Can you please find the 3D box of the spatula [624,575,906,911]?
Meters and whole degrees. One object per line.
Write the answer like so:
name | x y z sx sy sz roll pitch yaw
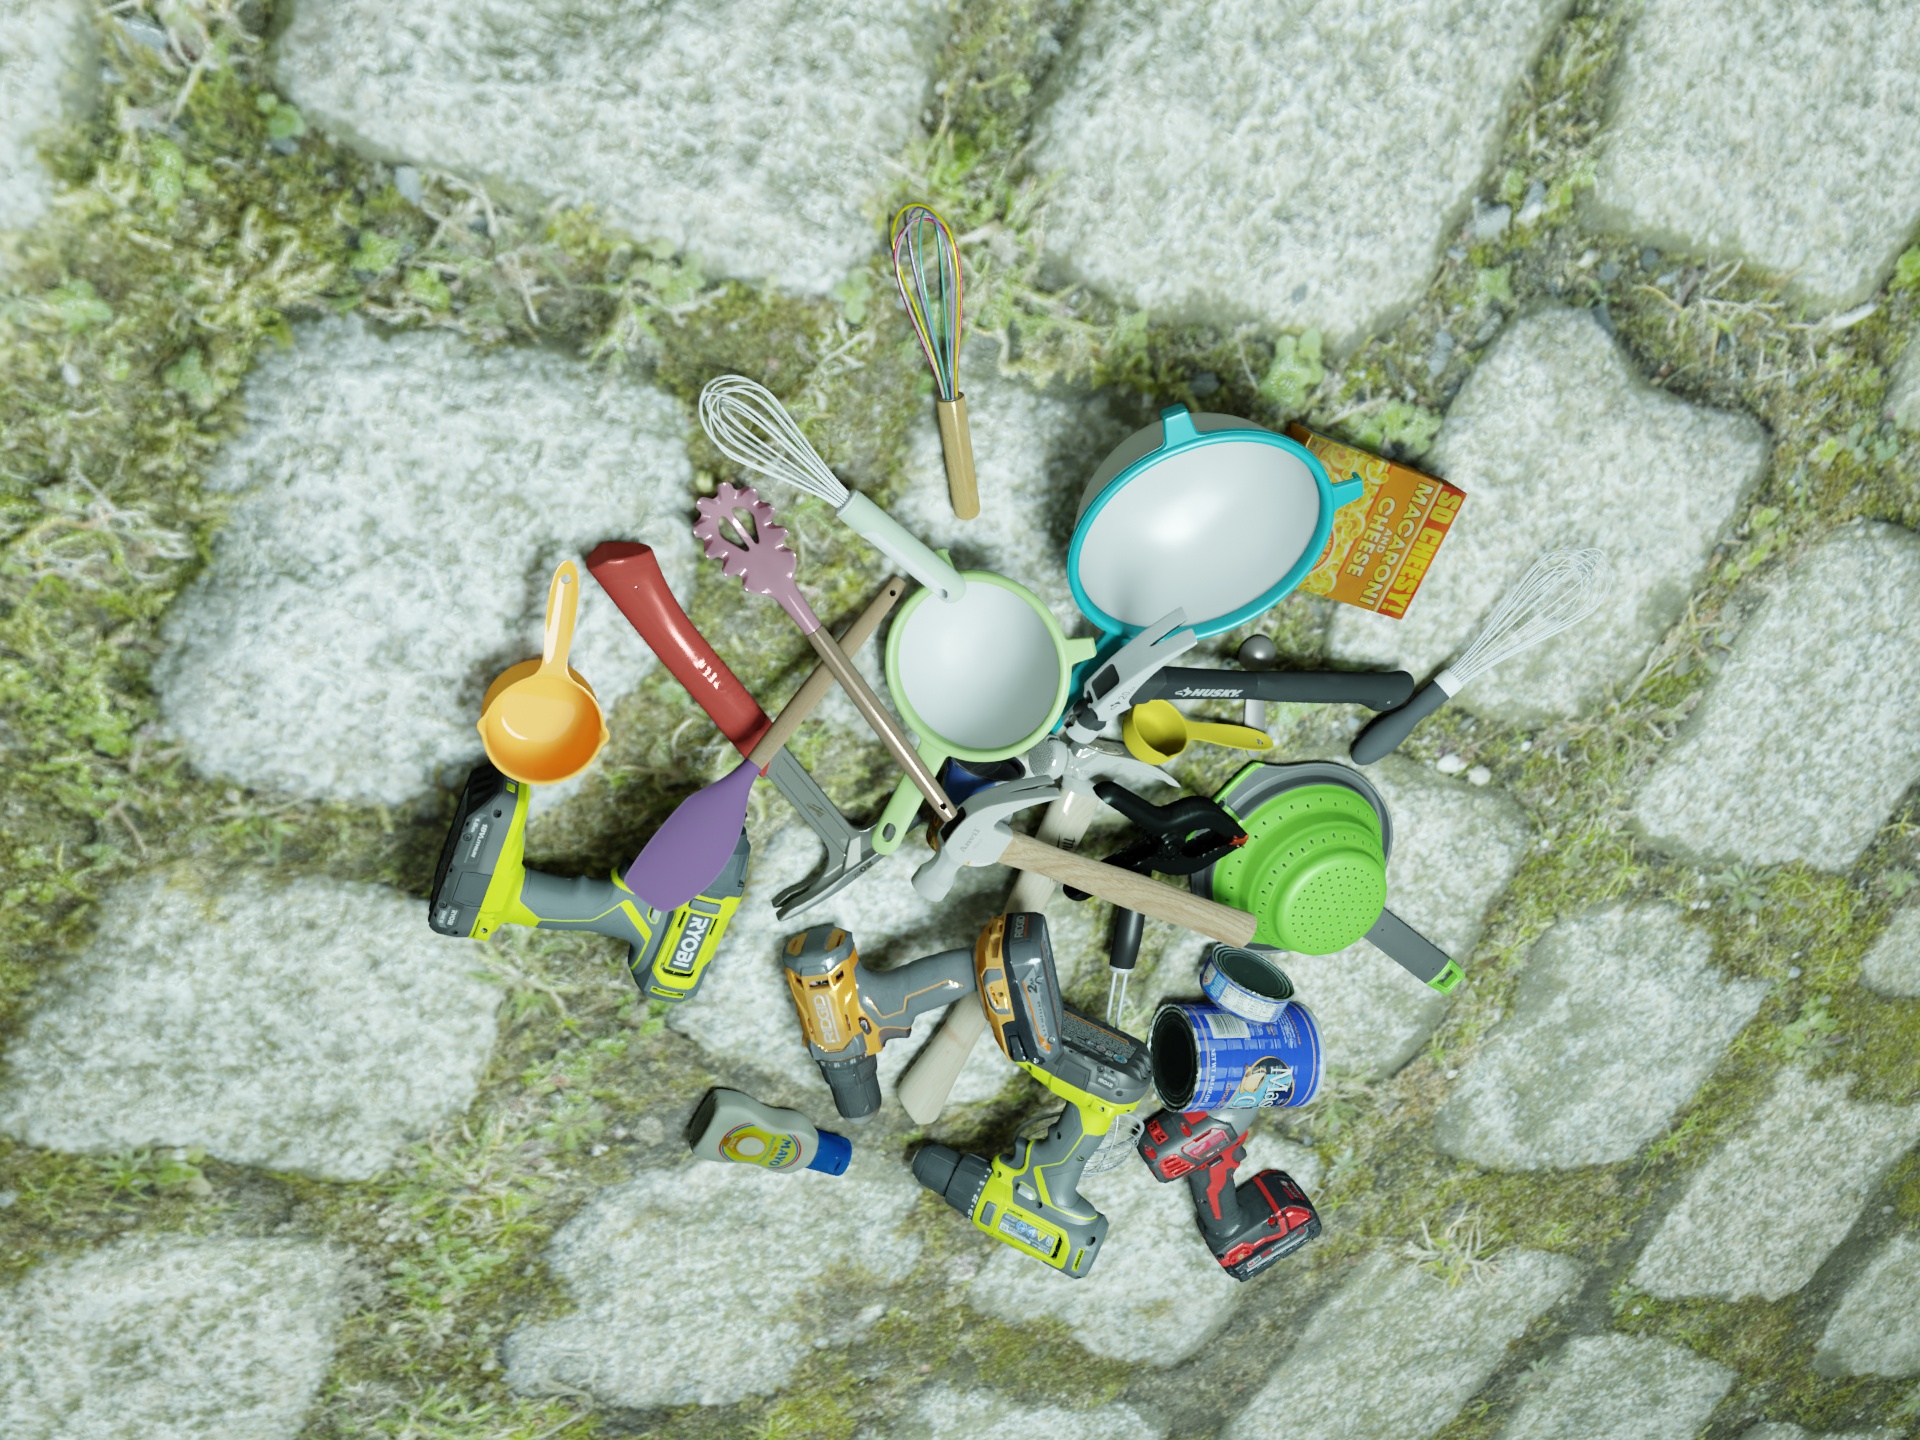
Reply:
spatula | -0.141 0.014 1.222 0.059 0.018 0.316 40 81 -20

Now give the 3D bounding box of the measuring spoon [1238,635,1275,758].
measuring spoon | 0.263 -0.017 1.400 0.034 0.018 0.124 -13 121 -13

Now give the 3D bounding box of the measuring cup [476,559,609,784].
measuring cup | -0.303 -0.041 1.171 0.095 0.052 0.173 6 109 -22

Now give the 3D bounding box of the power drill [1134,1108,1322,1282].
power drill | 0.281 0.463 1.634 0.143 0.079 0.219 -32 120 -1

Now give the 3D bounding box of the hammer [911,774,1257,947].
hammer | 0.126 0.134 1.342 0.331 0.031 0.130 21 114 -30

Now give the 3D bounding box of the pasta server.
pasta server | -0.095 -0.045 1.203 0.060 0.040 0.316 -36 106 0

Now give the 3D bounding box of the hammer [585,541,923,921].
hammer | -0.179 0.006 1.247 0.149 0.037 0.358 -35 123 1

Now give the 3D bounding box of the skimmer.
skimmer | 0.133 0.278 1.508 0.127 0.090 0.363 5 105 -13

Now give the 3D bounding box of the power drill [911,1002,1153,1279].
power drill | 0.066 0.378 1.462 0.190 0.080 0.228 24 109 16

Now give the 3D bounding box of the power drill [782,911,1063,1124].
power drill | -0.027 0.259 1.370 0.226 0.084 0.185 -8 111 10

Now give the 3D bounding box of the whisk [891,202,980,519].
whisk | -0.013 -0.259 1.165 0.047 0.051 0.244 -5 125 7

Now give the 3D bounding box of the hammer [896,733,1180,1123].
hammer | 0.052 0.198 1.428 0.146 0.038 0.410 11 115 -33

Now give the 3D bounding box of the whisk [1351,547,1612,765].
whisk | 0.464 -0.055 1.433 0.284 0.070 0.070 -41 123 10

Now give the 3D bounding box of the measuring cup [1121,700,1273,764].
measuring cup | 0.206 0.016 1.384 0.156 0.062 0.029 8 149 -31

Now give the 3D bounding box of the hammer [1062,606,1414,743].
hammer | 0.256 -0.033 1.335 0.334 0.035 0.146 0 146 -32

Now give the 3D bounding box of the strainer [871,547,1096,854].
strainer | -0.002 -0.004 1.273 0.151 0.069 0.256 32 112 9

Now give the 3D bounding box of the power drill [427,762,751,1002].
power drill | -0.282 0.118 1.235 0.223 0.080 0.171 17 110 -22

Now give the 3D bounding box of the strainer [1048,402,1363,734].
strainer | 0.142 -0.124 1.271 0.210 0.095 0.340 13 133 -30

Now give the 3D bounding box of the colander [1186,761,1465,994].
colander | 0.380 0.188 1.507 0.396 0.095 0.204 35 102 -31

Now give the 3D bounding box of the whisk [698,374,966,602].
whisk | -0.089 -0.163 1.159 0.246 0.058 0.059 38 63 -21
